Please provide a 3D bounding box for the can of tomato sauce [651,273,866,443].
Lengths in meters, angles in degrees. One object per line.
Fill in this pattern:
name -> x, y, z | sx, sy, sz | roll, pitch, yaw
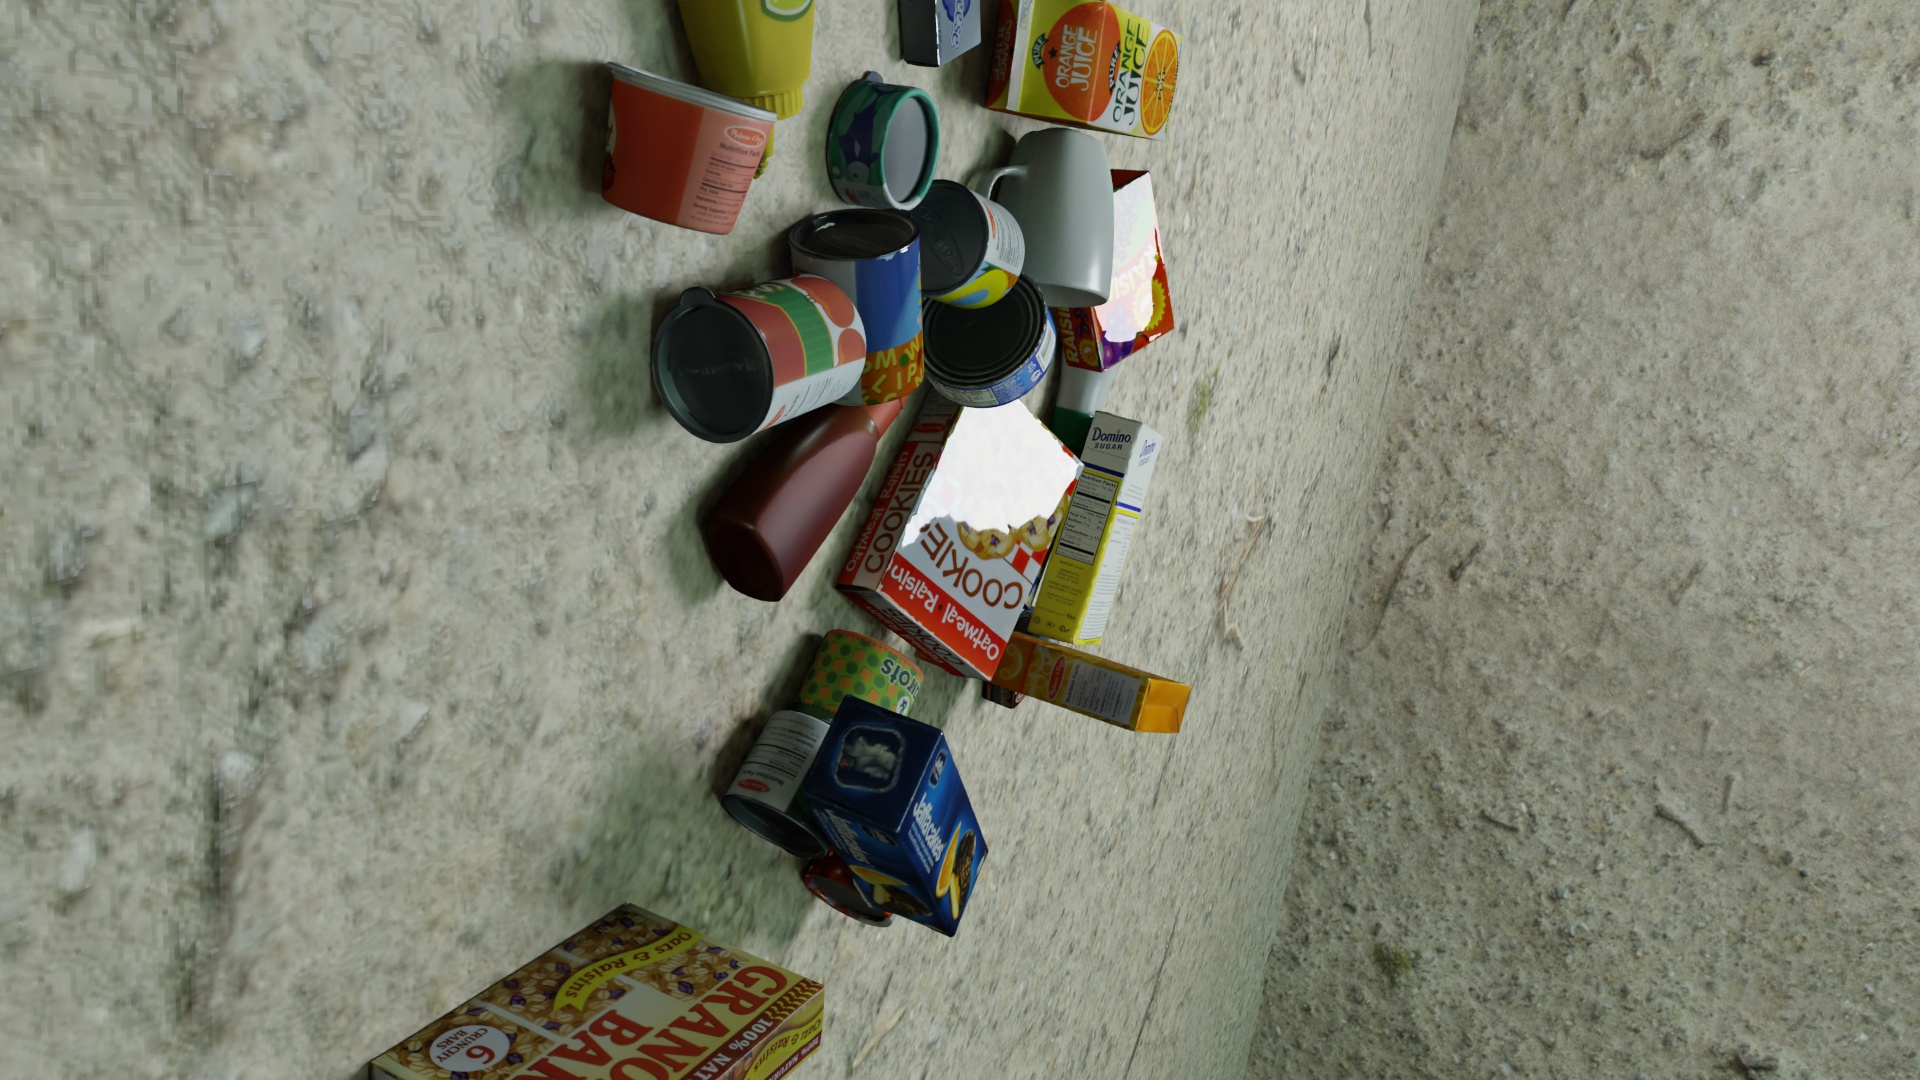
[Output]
can of tomato sauce -> -0.093, -0.089, 0.653 | 0.083, 0.071, 0.071 | -33, 133, -57

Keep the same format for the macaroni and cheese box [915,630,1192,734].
macaroni and cheese box -> 0.068, 0.095, 0.990 | 0.123, 0.166, 0.040 | 21, 85, -66

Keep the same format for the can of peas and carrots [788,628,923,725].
can of peas and carrots -> -0.060, 0.094, 0.825 | 0.059, 0.071, 0.070 | -65, 155, -22

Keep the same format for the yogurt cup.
yogurt cup -> -0.114, -0.159, 0.569 | 0.072, 0.072, 0.053 | -16, 127, -63

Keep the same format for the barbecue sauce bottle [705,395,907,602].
barbecue sauce bottle -> -0.077, -0.039, 0.744 | 0.149, 0.044, 0.064 | -57, 151, -37

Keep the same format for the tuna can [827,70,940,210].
tuna can -> -0.039, -0.212, 0.739 | 0.071, 0.033, 0.070 | -45, 143, -49

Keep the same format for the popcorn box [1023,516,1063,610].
popcorn box -> 0.033, -0.011, 1.009 | 0.085, 0.038, 0.126 | -68, 155, -15

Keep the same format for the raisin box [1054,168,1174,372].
raisin box -> 0.107, -0.195, 1.005 | 0.086, 0.040, 0.122 | -34, 125, -31

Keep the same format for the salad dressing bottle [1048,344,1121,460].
salad dressing bottle -> 0.099, -0.135, 1.078 | 0.064, 0.044, 0.147 | 8, 98, -62

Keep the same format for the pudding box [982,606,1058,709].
pudding box -> 0.050, 0.093, 1.119 | 0.084, 0.030, 0.049 | -39, 139, -53

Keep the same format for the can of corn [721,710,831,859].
can of corn -> -0.091, 0.139, 0.789 | 0.058, 0.071, 0.071 | -62, 153, -29

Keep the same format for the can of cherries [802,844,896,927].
can of cherries -> -0.063, 0.207, 0.899 | 0.059, 0.071, 0.071 | -60, 152, -29

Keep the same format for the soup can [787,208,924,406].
soup can -> -0.051, -0.122, 0.723 | 0.072, 0.071, 0.083 | -48, 145, -46

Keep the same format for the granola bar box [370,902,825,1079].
granola bar box -> -0.157, 0.233, 0.628 | 0.166, 0.124, 0.039 | -21, 122, -61

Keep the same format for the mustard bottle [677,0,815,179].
mustard bottle -> -0.090, -0.233, 0.594 | 0.066, 0.049, 0.159 | -45, 142, -46

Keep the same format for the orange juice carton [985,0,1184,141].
orange juice carton -> 0.075, -0.302, 0.886 | 0.193, 0.073, 0.071 | -21, 123, -61

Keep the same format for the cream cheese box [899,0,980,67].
cream cheese box -> -0.012, -0.315, 0.750 | 0.054, 0.024, 0.103 | -49, 146, -47

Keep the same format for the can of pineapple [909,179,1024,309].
can of pineapple -> -0.005, -0.169, 0.803 | 0.058, 0.071, 0.071 | -1, 105, -66

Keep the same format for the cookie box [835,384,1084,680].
cookie box -> 0.003, -0.011, 0.893 | 0.122, 0.040, 0.168 | 41, 64, -39
